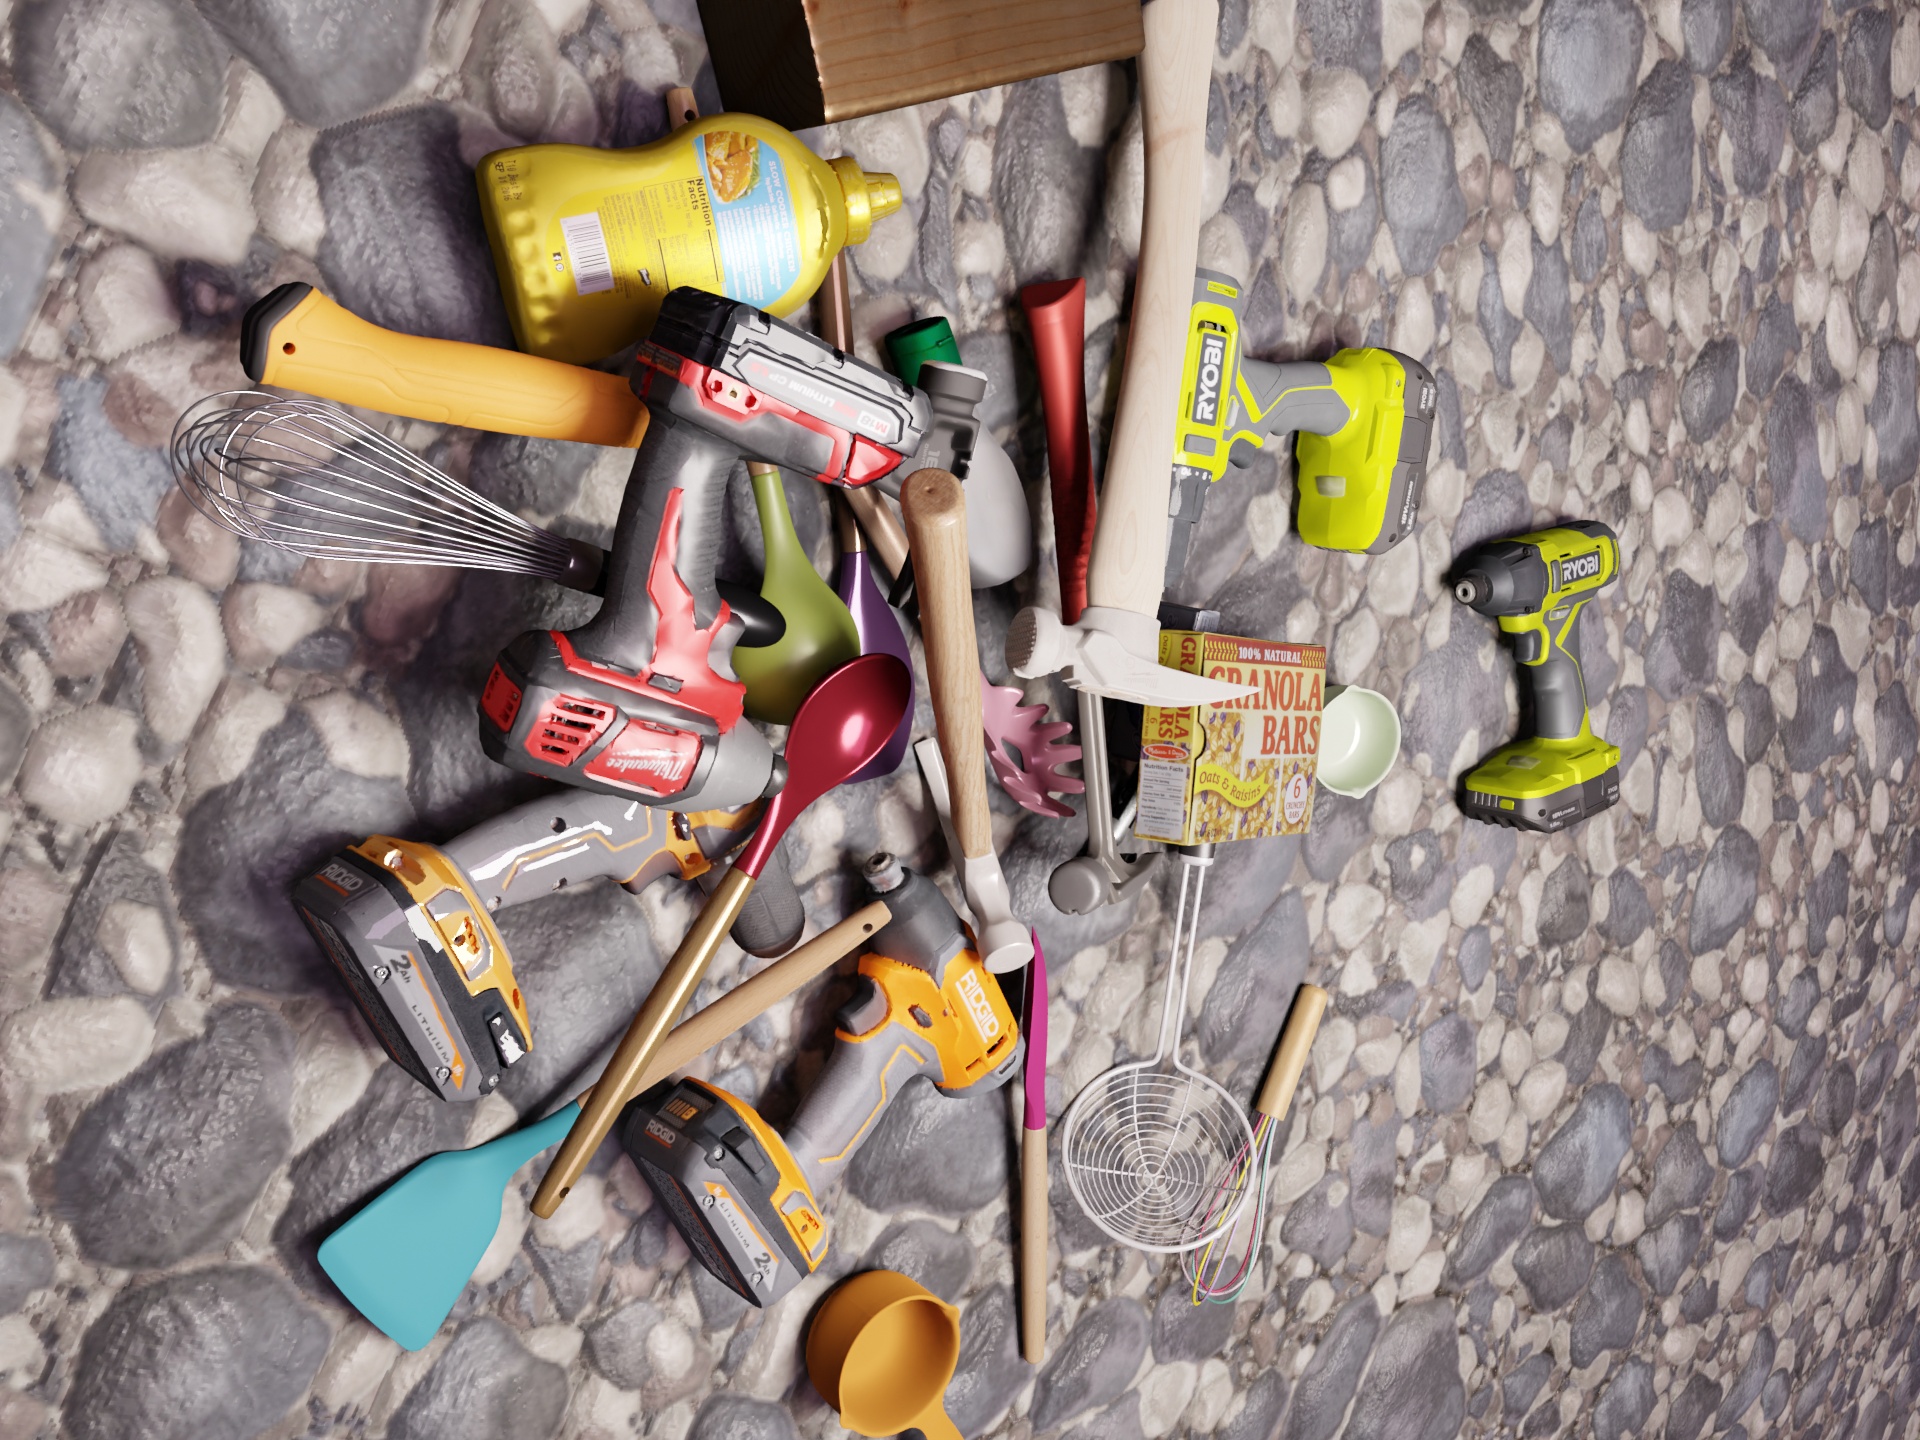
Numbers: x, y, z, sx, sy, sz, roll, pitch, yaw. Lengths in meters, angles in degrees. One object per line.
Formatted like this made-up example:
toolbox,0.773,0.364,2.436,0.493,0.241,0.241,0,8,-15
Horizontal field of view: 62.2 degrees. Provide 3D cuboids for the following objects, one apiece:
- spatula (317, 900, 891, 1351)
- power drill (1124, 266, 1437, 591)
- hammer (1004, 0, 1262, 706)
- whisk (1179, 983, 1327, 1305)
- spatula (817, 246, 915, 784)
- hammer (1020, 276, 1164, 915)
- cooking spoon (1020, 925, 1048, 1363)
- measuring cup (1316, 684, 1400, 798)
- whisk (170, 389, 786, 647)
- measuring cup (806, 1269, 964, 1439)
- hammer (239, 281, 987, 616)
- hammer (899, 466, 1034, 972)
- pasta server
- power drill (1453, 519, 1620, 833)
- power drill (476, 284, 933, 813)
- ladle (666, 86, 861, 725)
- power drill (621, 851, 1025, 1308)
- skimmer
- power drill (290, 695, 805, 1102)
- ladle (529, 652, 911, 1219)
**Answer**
spatula,-0.165,0.189,0.805,0.317,0.044,0.082,-34,117,-9
power drill,0.191,-0.169,1.008,0.228,0.080,0.190,4,97,-35
hammer,0.118,-0.213,0.889,0.146,0.038,0.411,11,81,-24
whisk,0.217,0.308,1.158,0.047,0.051,0.245,29,79,-33
spatula,-0.058,-0.118,0.863,0.059,0.018,0.315,-16,111,-33
hammer,0.074,-0.074,0.931,0.149,0.037,0.359,-15,100,-68
cooking spoon,0.048,0.280,1.018,0.017,0.069,0.318,0,110,0
measuring cup,0.227,0.022,1.111,0.167,0.038,0.083,-13,105,-18
whisk,-0.202,-0.080,0.716,0.284,0.070,0.070,17,90,-33
measuring cup,-0.035,0.411,0.979,0.095,0.052,0.173,-38,123,-25
hammer,-0.143,-0.129,0.719,0.336,0.034,0.127,6,104,-33
hammer,-0.001,-0.003,0.805,0.031,0.130,0.331,-16,144,-6
pasta server,-0.009,-0.060,0.887,0.315,0.040,0.060,59,42,-35
power drill,0.446,-0.034,1.239,0.171,0.080,0.223,-16,106,-35
power drill,-0.107,-0.064,0.699,0.143,0.079,0.219,20,98,-35
ladle,-0.111,-0.151,0.808,0.078,0.062,0.320,-18,104,-29
power drill,-0.072,0.189,0.884,0.226,0.084,0.164,-40,121,-29
skimmer,0.146,0.154,1.033,0.127,0.090,0.363,8,93,6
power drill,-0.180,0.087,0.778,0.226,0.084,0.185,-38,122,-30
ladle,-0.118,0.098,0.776,0.315,0.031,0.069,-59,143,-14
